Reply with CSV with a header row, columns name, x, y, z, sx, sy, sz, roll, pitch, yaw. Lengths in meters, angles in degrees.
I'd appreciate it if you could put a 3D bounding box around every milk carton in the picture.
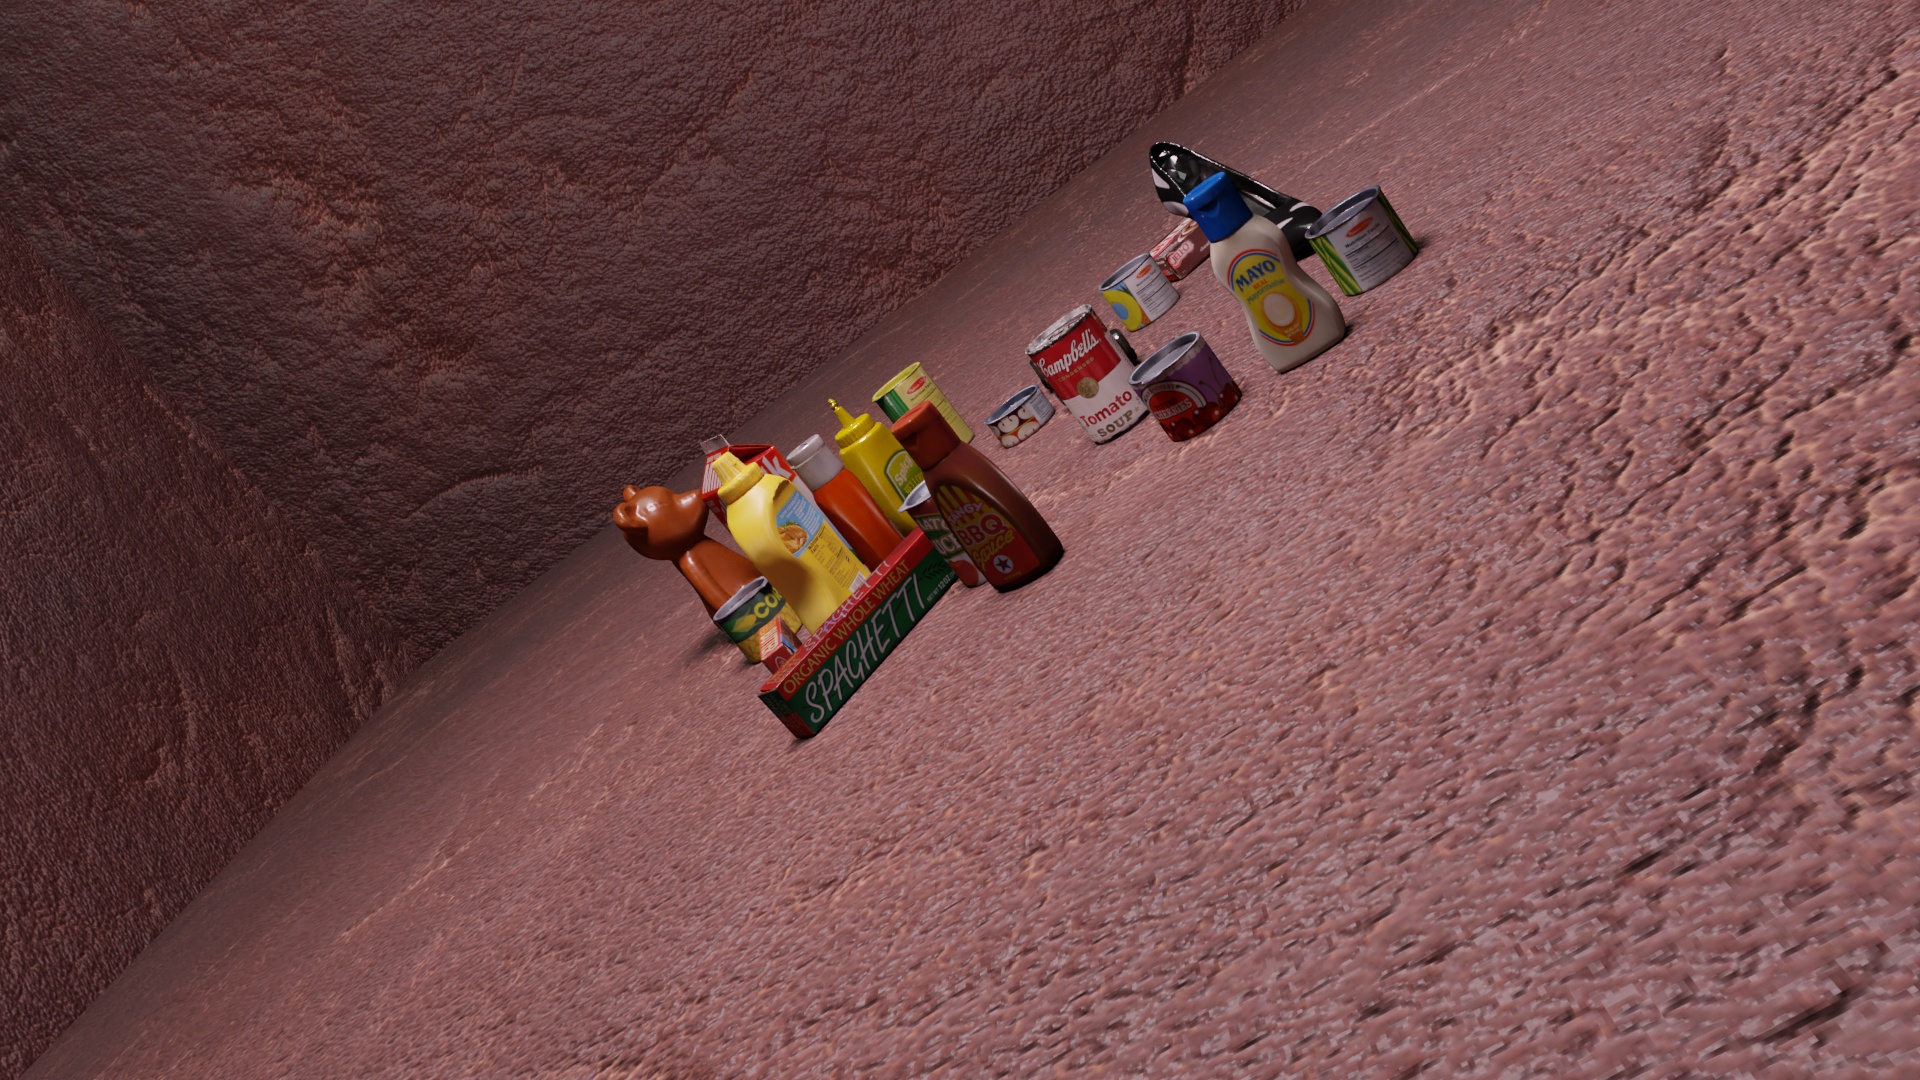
name,x,y,z,sx,sy,sz,roll,pitch,yaw
milk carton,-0.189,-0.027,1.385,0.074,0.190,0.072,-44,15,-24

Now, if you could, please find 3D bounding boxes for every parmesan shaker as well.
name,x,y,z,sx,sy,sz,roll,pitch,yaw
parmesan shaker,-0.043,-0.137,1.553,0.071,0.103,0.071,-36,14,10

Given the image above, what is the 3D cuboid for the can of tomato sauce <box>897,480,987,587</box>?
name,x,y,z,sx,sy,sz,roll,pitch,yaw
can of tomato sauce,0.004,-0.014,1.091,0.071,0.083,0.071,-35,14,10

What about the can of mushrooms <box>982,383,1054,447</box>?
name,x,y,z,sx,sy,sz,roll,pitch,yaw
can of mushrooms,0.059,-0.125,1.409,0.071,0.033,0.071,-35,14,10

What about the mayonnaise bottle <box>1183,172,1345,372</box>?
name,x,y,z,sx,sy,sz,roll,pitch,yaw
mayonnaise bottle,0.217,-0.197,1.012,0.064,0.148,0.041,-30,16,29

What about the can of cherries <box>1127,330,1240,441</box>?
name,x,y,z,sx,sy,sz,roll,pitch,yaw
can of cherries,0.169,-0.116,1.057,0.071,0.058,0.072,-35,14,10

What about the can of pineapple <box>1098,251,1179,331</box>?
name,x,y,z,sx,sy,sz,roll,pitch,yaw
can of pineapple,0.189,-0.263,1.474,0.071,0.058,0.071,-35,14,10

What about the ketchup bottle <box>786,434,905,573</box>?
name,x,y,z,sx,sy,sz,roll,pitch,yaw
ketchup bottle,-0.096,-0.026,1.240,0.043,0.148,0.064,-41,14,-13

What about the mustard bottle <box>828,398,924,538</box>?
name,x,y,z,sx,sy,sz,roll,pitch,yaw
mustard bottle,-0.072,-0.067,1.286,0.048,0.160,0.066,-23,21,48

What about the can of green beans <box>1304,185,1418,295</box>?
name,x,y,z,sx,sy,sz,roll,pitch,yaw
can of green beans,0.311,-0.232,1.076,0.071,0.057,0.071,-35,14,10

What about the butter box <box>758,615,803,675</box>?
name,x,y,z,sx,sy,sz,roll,pitch,yaw
butter box,-0.142,0.099,1.156,0.024,0.053,0.103,-38,14,-1

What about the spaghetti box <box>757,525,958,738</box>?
name,x,y,z,sx,sy,sz,roll,pitch,yaw
spaghetti box,-0.061,0.054,1.104,0.251,0.050,0.028,-47,16,-33

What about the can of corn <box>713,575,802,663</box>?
name,x,y,z,sx,sy,sz,roll,pitch,yaw
can of corn,-0.193,0.076,1.344,0.071,0.058,0.071,-35,14,10

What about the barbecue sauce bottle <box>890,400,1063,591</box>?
name,x,y,z,sx,sy,sz,roll,pitch,yaw
barbecue sauce bottle,0.008,-0.034,1.010,0.064,0.148,0.044,-26,18,40
